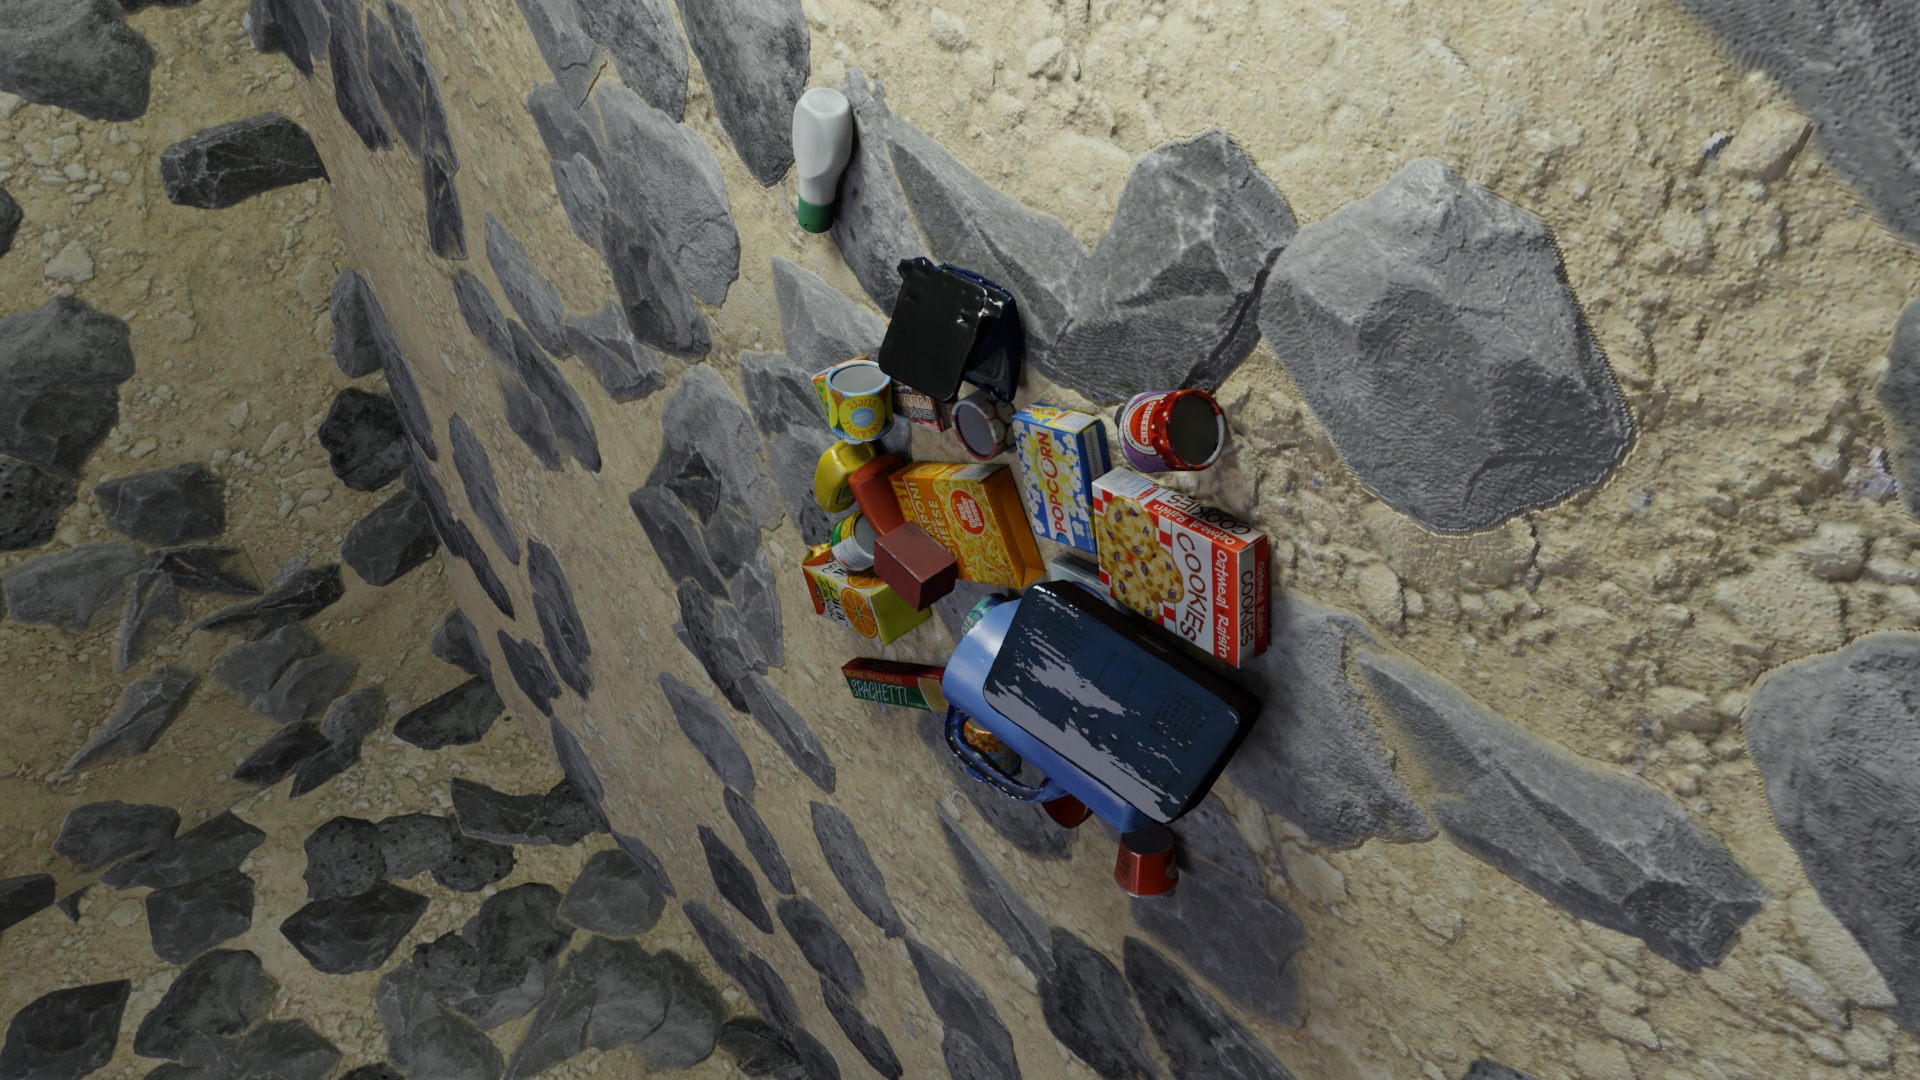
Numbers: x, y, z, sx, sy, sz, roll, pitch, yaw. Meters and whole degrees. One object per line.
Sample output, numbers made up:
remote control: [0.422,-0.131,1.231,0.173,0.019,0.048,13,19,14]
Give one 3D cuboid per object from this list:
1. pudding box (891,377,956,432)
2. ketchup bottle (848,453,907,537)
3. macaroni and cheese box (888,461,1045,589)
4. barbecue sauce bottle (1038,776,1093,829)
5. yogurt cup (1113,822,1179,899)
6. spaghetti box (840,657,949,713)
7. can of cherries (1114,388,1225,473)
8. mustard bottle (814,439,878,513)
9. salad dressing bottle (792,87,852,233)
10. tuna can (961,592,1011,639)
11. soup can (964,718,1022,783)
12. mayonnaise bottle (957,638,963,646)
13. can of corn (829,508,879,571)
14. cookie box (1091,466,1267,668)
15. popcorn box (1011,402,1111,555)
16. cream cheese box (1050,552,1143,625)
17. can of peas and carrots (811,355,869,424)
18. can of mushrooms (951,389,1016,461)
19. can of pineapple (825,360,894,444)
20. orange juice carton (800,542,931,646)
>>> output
pudding box: [-0.040,-0.145,1.411,0.084,0.030,0.049,25,136,45]
ketchup bottle: [-0.067,-0.020,1.535,0.043,0.065,0.148,32,151,59]
macaroni and cheese box: [0.005,-0.018,1.447,0.166,0.040,0.123,7,122,54]
barbecue sauce bottle: [0.132,0.260,1.502,0.065,0.044,0.147,50,149,14]
yogurt cup: [0.195,0.332,1.452,0.072,0.073,0.053,26,129,43]
spaghetti box: [-0.075,0.182,1.759,0.250,0.029,0.050,-2,114,57]
can of cherries: [0.167,-0.088,1.109,0.058,0.072,0.071,3,119,55]
mustard bottle: [-0.136,-0.068,1.597,0.049,0.065,0.159,59,157,11]
salad dressing bottle: [-0.136,-0.365,1.347,0.064,0.044,0.146,44,148,21]
tuna can: [0.033,0.091,1.471,0.033,0.071,0.070,38,144,34]
soup can: [0.038,0.228,1.592,0.071,0.071,0.083,34,141,37]
mayonnaise bottle: [0.054,0.158,1.511,0.148,0.065,0.041,46,149,29]
can of corn: [-0.108,-0.005,1.607,0.071,0.071,0.058,60,148,-2]
cookie box: [0.190,0.021,1.203,0.168,0.040,0.122,30,139,42]
popcorn box: [0.097,-0.058,1.274,0.085,0.038,0.126,20,132,46]
cream cheese box: [0.131,0.054,1.337,0.104,0.024,0.053,26,135,43]
can of peas and carrots: [-0.116,-0.159,1.480,0.071,0.071,0.058,-1,115,56]
can of mushrooms: [0.025,-0.110,1.341,0.071,0.033,0.070,36,142,34]
can of pineapple: [-0.101,-0.141,1.406,0.071,0.071,0.057,34,141,36]
orange juice carton: [-0.127,0.057,1.679,0.193,0.073,0.071,19,132,49]
